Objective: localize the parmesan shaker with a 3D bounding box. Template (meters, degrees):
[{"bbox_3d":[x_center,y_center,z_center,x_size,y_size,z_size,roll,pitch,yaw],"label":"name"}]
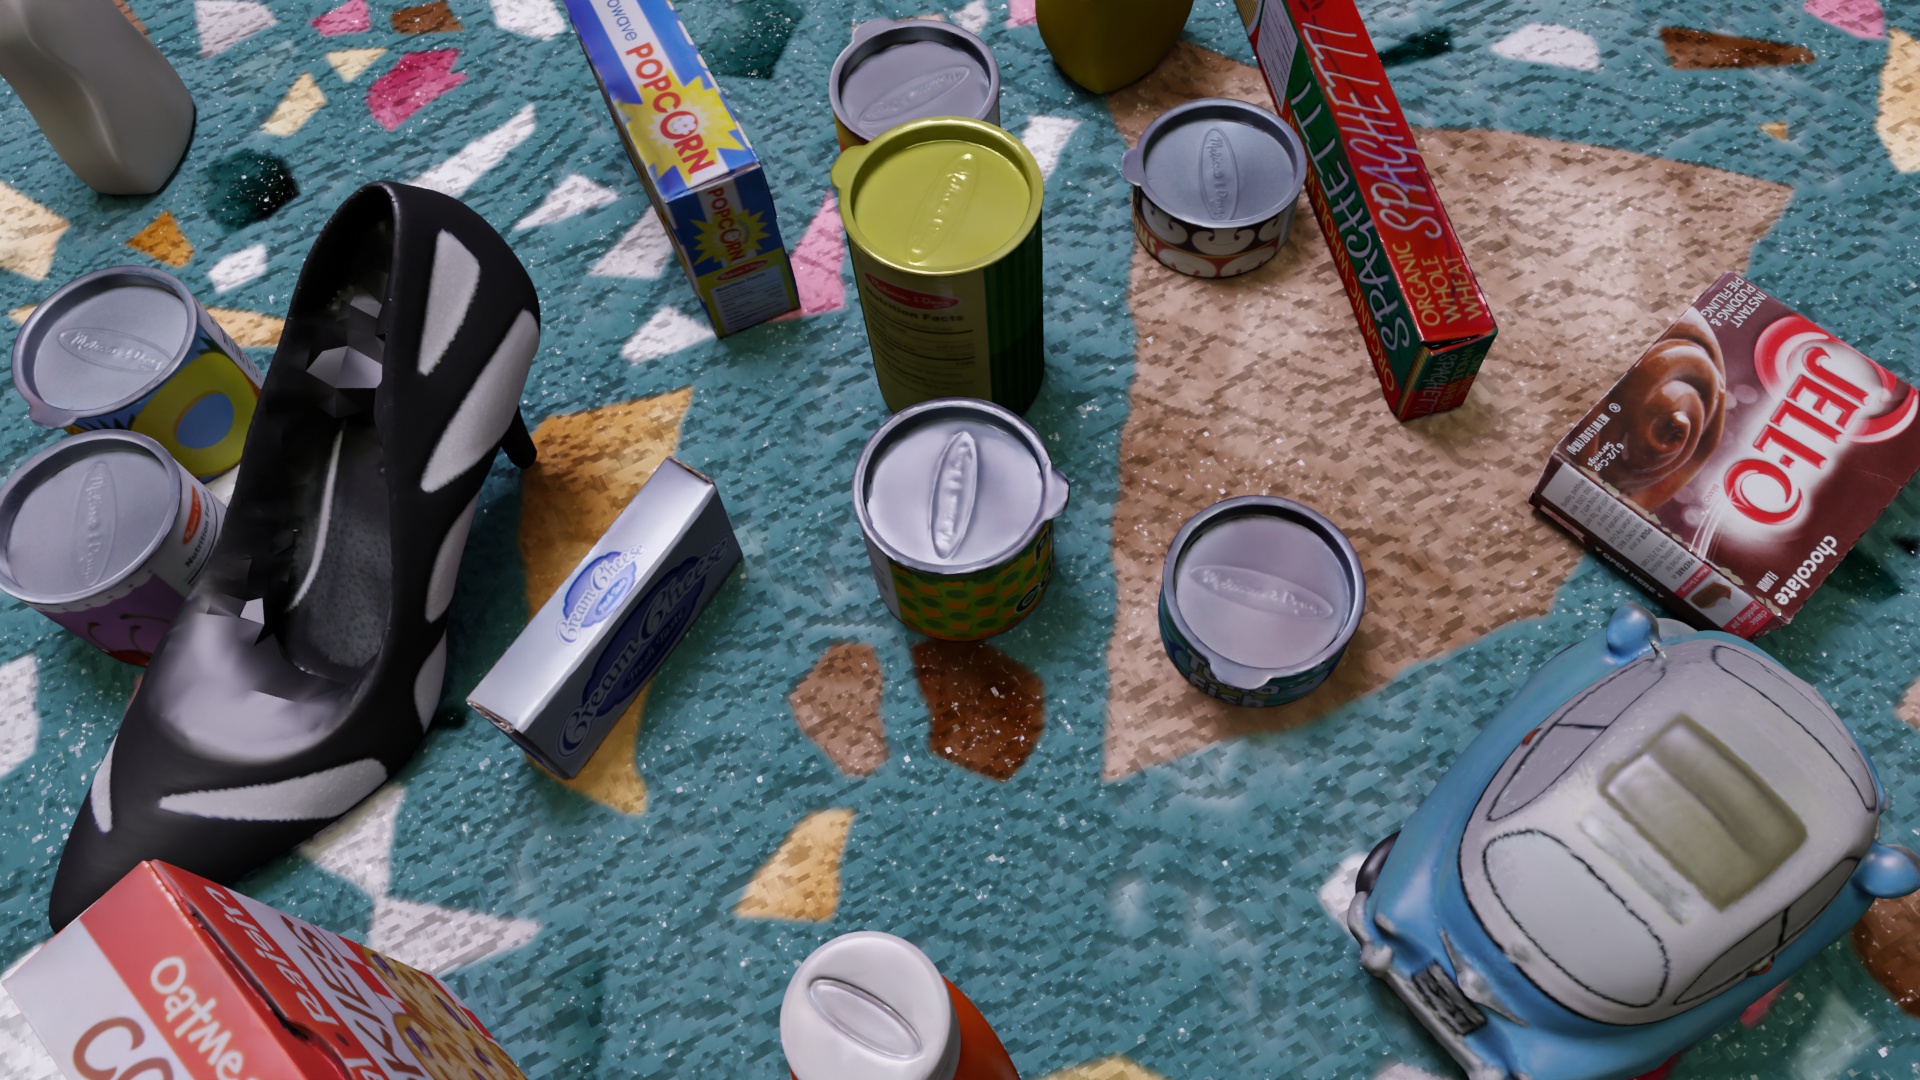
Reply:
[{"bbox_3d":[-0.006,-0.090,0.492,0.071,0.102,0.071,-1,63,3],"label":"parmesan shaker"}]

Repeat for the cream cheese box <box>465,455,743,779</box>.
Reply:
[{"bbox_3d":[-0.115,0.027,0.467,0.024,0.053,0.104,29,68,17],"label":"cream cheese box"}]

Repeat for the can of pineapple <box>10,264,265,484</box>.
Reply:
[{"bbox_3d":[-0.306,-0.058,0.521,0.071,0.057,0.071,-1,63,3],"label":"can of pineapple"}]

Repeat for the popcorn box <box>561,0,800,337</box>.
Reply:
[{"bbox_3d":[-0.109,-0.154,0.542,0.038,0.085,0.127,-25,64,-9],"label":"popcorn box"}]

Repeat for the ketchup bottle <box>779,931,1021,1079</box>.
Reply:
[{"bbox_3d":[-0.016,0.133,0.354,0.065,0.148,0.044,26,68,16],"label":"ketchup bottle"}]

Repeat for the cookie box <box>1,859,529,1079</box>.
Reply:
[{"bbox_3d":[-0.136,0.150,0.342,0.123,0.166,0.040,39,72,20],"label":"cookie box"}]

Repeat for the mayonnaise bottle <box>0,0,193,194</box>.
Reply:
[{"bbox_3d":[-0.364,-0.206,0.549,0.041,0.147,0.065,1,64,4],"label":"mayonnaise bottle"}]

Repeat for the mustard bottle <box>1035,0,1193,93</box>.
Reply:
[{"bbox_3d":[0.061,-0.249,0.537,0.065,0.159,0.049,-38,67,-14],"label":"mustard bottle"}]

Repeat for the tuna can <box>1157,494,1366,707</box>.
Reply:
[{"bbox_3d":[0.099,0.023,0.467,0.071,0.032,0.071,-1,63,3],"label":"tuna can"}]

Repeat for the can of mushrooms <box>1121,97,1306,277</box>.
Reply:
[{"bbox_3d":[0.099,-0.140,0.550,0.071,0.033,0.071,-1,63,3],"label":"can of mushrooms"}]

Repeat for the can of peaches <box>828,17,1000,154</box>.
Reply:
[{"bbox_3d":[-0.017,-0.165,0.556,0.071,0.057,0.071,-1,63,3],"label":"can of peaches"}]

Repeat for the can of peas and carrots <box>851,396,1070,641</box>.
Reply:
[{"bbox_3d":[0.002,-0.006,0.474,0.071,0.058,0.071,-1,63,3],"label":"can of peas and carrots"}]

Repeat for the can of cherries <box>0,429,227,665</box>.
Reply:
[{"bbox_3d":[-0.294,0.004,0.488,0.071,0.058,0.072,-1,63,3],"label":"can of cherries"}]

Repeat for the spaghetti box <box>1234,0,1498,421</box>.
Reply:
[{"bbox_3d":[0.151,-0.164,0.550,0.029,0.050,0.251,-11,63,-2],"label":"spaghetti box"}]
